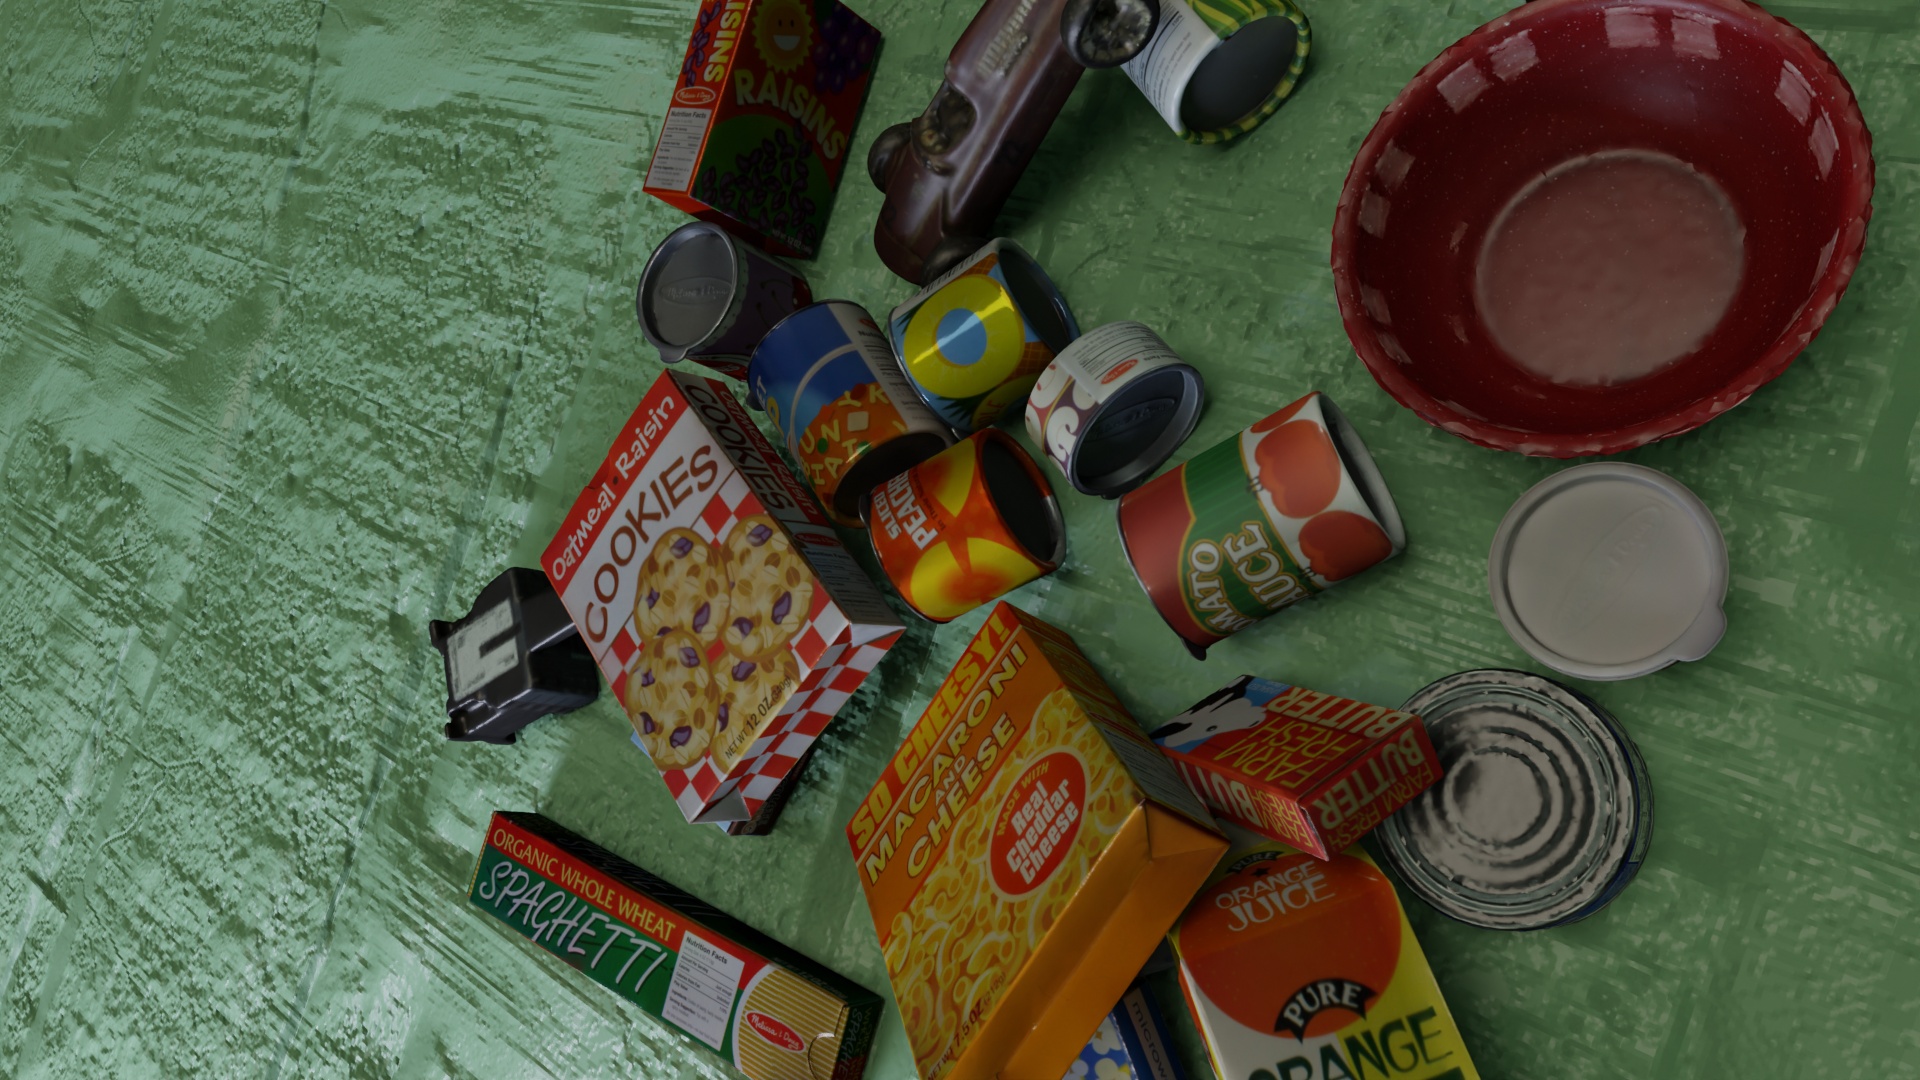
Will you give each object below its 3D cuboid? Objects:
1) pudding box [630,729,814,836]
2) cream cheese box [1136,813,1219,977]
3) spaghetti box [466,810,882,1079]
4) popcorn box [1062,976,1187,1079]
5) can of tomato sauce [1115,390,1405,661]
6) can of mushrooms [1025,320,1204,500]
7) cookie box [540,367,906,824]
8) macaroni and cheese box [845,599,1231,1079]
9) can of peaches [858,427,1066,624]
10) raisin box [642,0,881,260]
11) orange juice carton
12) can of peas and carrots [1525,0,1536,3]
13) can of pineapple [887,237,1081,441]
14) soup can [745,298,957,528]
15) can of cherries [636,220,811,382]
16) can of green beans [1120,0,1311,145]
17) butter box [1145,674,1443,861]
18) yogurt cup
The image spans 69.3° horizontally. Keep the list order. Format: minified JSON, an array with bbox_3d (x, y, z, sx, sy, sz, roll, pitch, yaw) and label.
[{"bbox_3d":[-0.114,0.097,0.655,0.084,0.030,0.049,33,97,34],"label":"pudding box"},{"bbox_3d":[0.057,0.143,0.534,0.103,0.024,0.053,-26,66,27],"label":"cream cheese box"},{"bbox_3d":[-0.143,0.190,0.654,0.250,0.028,0.050,15,88,35],"label":"spaghetti box"},{"bbox_3d":[0.048,0.232,0.498,0.085,0.038,0.127,-27,76,26],"label":"popcorn box"},{"bbox_3d":[0.110,-0.005,0.507,0.083,0.071,0.071,-30,64,24],"label":"can of tomato sauce"},{"bbox_3d":[0.061,-0.051,0.553,0.071,0.071,0.033,-49,58,15],"label":"can of mushrooms"},{"bbox_3d":[-0.114,0.022,0.622,0.122,0.040,0.168,-51,57,20],"label":"cookie box"},{"bbox_3d":[0.018,0.109,0.508,0.123,0.040,0.167,-56,22,9],"label":"macaroni and cheese box"},{"bbox_3d":[0.002,-0.007,0.578,0.058,0.071,0.071,-27,66,25],"label":"can of peaches"},{"bbox_3d":[-0.095,-0.211,0.680,0.040,0.086,0.123,16,89,40],"label":"raisin box"},{"bbox_3d":[0.122,0.177,0.440,0.072,0.072,0.193,-20,66,0],"label":"orange juice carton"},{"bbox_3d":[0.230,-0.212,0.477,0.071,0.071,0.059,5,83,35],"label":"can of peas and carrots"},{"bbox_3d":[0.013,-0.085,0.592,0.057,0.071,0.071,-31,64,24],"label":"can of pineapple"},{"bbox_3d":[-0.051,-0.055,0.626,0.071,0.071,0.084,-44,59,18],"label":"soup can"},{"bbox_3d":[-0.118,-0.115,0.690,0.071,0.058,0.071,-8,75,31],"label":"can of cherries"},{"bbox_3d":[0.099,-0.204,0.562,0.071,0.071,0.058,-42,61,19],"label":"can of green beans"},{"bbox_3d":[0.108,0.073,0.471,0.024,0.053,0.103,65,162,-12],"label":"butter box"},{"bbox_3d":[0.210,0.013,0.444,0.072,0.054,0.072,-8,75,32],"label":"yogurt cup"}]
